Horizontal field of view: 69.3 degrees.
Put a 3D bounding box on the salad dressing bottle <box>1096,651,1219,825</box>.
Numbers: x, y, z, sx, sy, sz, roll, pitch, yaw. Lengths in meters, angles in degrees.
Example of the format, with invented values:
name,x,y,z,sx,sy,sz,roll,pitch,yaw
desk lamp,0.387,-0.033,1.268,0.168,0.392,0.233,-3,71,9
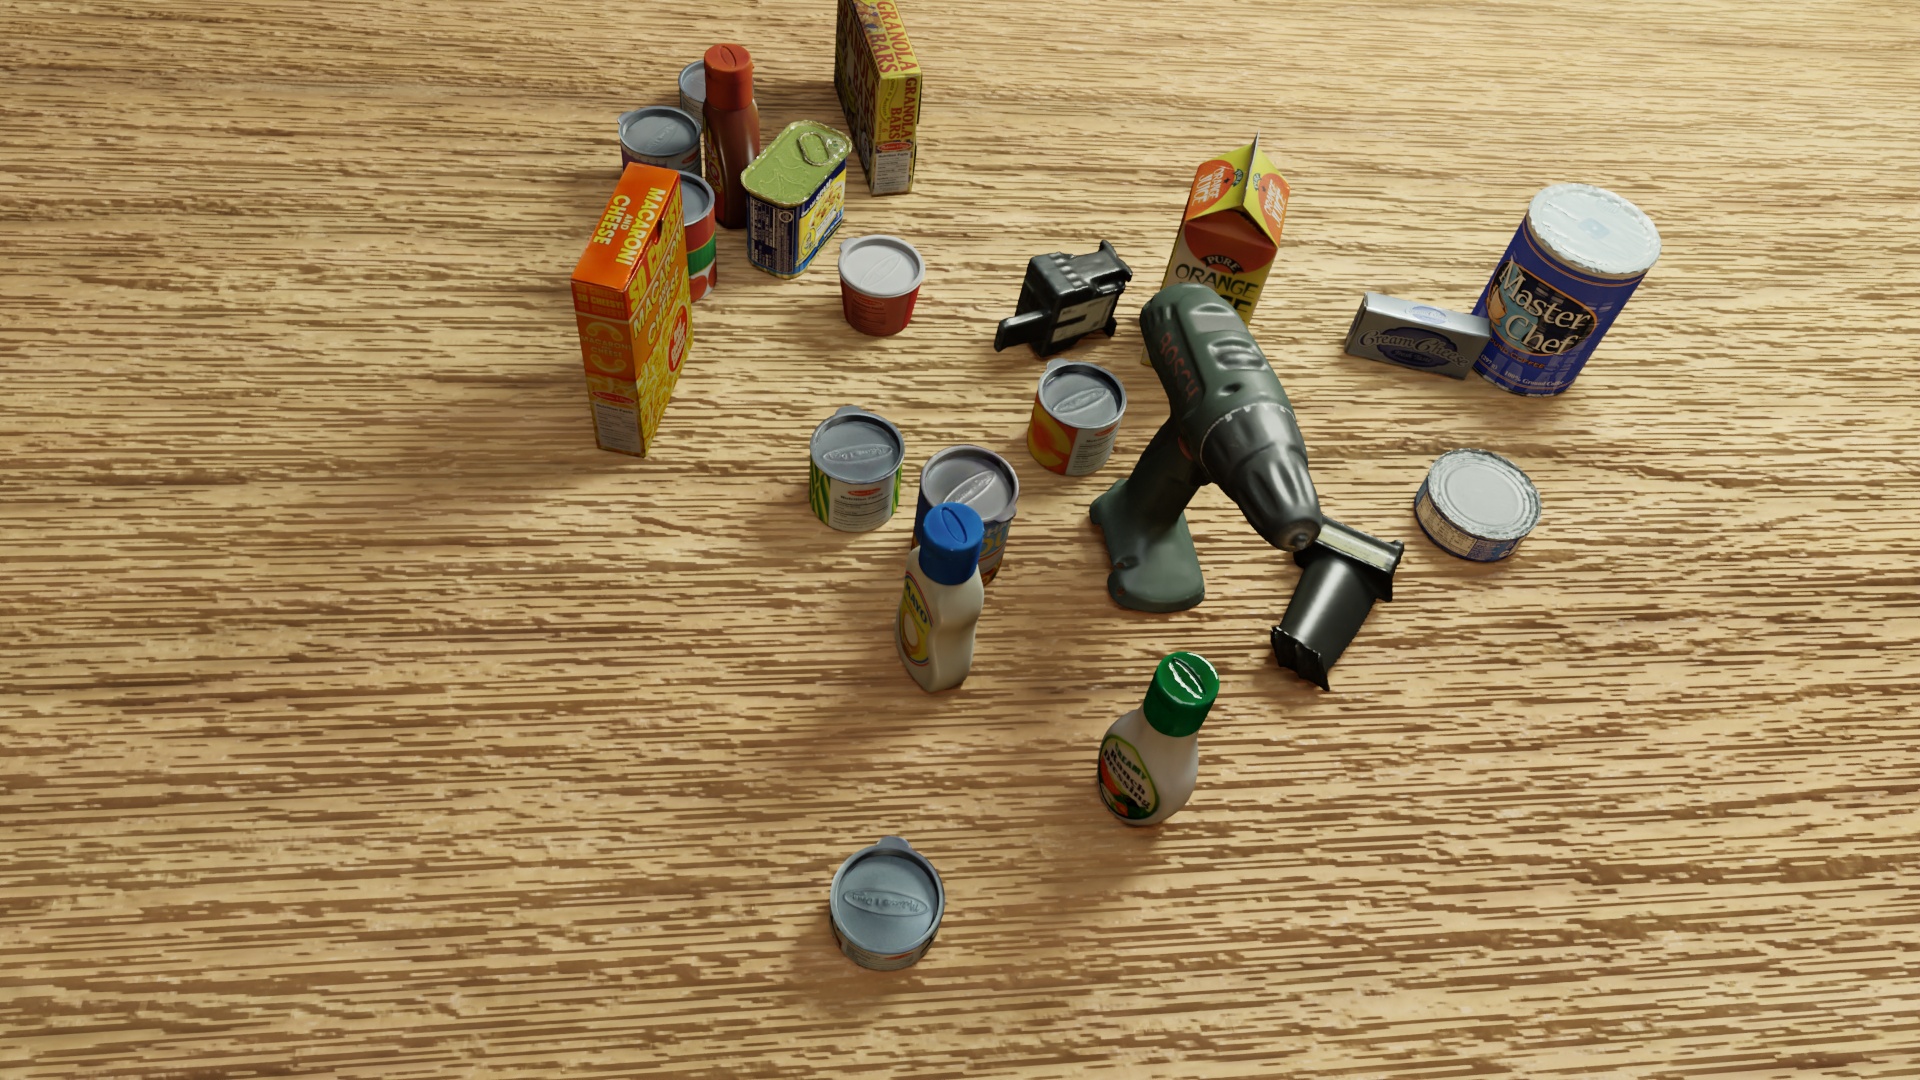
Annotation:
name,x,y,z,sx,sy,sz,roll,pitch,yaw
salad dressing bottle,0.118,0.118,0.826,0.044,0.146,0.064,-25,61,-24

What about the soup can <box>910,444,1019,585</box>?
name,x,y,z,sx,sy,sz,roll,pitch,yaw
soup can,0.003,-0.012,0.947,0.071,0.083,0.072,4,53,-5

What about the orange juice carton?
name,x,y,z,sx,sy,sz,roll,pitch,yaw
orange juice carton,0.197,-0.213,1.055,0.073,0.191,0.072,16,53,5

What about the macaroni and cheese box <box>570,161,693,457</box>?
name,x,y,z,sx,sy,sz,roll,pitch,yaw
macaroni and cheese box,-0.226,-0.159,0.974,0.040,0.165,0.124,11,53,1

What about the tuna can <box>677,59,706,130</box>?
name,x,y,z,sx,sy,sz,roll,pitch,yaw
tuna can,-0.216,-0.397,1.236,0.071,0.032,0.071,4,53,-5

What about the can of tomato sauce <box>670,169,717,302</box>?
name,x,y,z,sx,sy,sz,roll,pitch,yaw
can of tomato sauce,-0.226,-0.234,1.082,0.071,0.082,0.071,4,53,-5

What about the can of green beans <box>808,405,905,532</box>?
name,x,y,z,sx,sy,sz,roll,pitch,yaw
can of green beans,-0.074,-0.048,0.980,0.071,0.057,0.071,4,53,-5

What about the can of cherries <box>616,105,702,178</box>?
name,x,y,z,sx,sy,sz,roll,pitch,yaw
can of cherries,-0.251,-0.319,1.158,0.071,0.058,0.072,4,53,-5

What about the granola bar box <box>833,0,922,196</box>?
name,x,y,z,sx,sy,sz,roll,pitch,yaw
granola bar box,-0.073,-0.400,1.201,0.039,0.123,0.166,-8,55,-13

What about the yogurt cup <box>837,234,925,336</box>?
name,x,y,z,sx,sy,sz,roll,pitch,yaw
yogurt cup,-0.064,-0.199,1.096,0.072,0.053,0.073,4,53,-5

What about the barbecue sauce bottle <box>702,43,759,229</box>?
name,x,y,z,sx,sy,sz,roll,pitch,yaw
barbecue sauce bottle,-0.184,-0.325,1.115,0.044,0.147,0.065,-16,57,-18

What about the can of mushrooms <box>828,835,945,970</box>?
name,x,y,z,sx,sy,sz,roll,pitch,yaw
can of mushrooms,-0.043,0.211,0.806,0.071,0.033,0.071,4,53,-5

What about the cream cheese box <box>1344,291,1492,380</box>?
name,x,y,z,sx,sy,sz,roll,pitch,yaw
cream cheese box,0.371,-0.166,1.130,0.104,0.053,0.024,13,53,2

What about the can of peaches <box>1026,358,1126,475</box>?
name,x,y,z,sx,sy,sz,roll,pitch,yaw
can of peaches,0.084,-0.092,1.033,0.071,0.057,0.071,4,53,-5

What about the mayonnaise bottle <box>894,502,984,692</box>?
name,x,y,z,sx,sy,sz,roll,pitch,yaw
mayonnaise bottle,-0.012,0.034,0.871,0.041,0.147,0.065,-18,58,-20
